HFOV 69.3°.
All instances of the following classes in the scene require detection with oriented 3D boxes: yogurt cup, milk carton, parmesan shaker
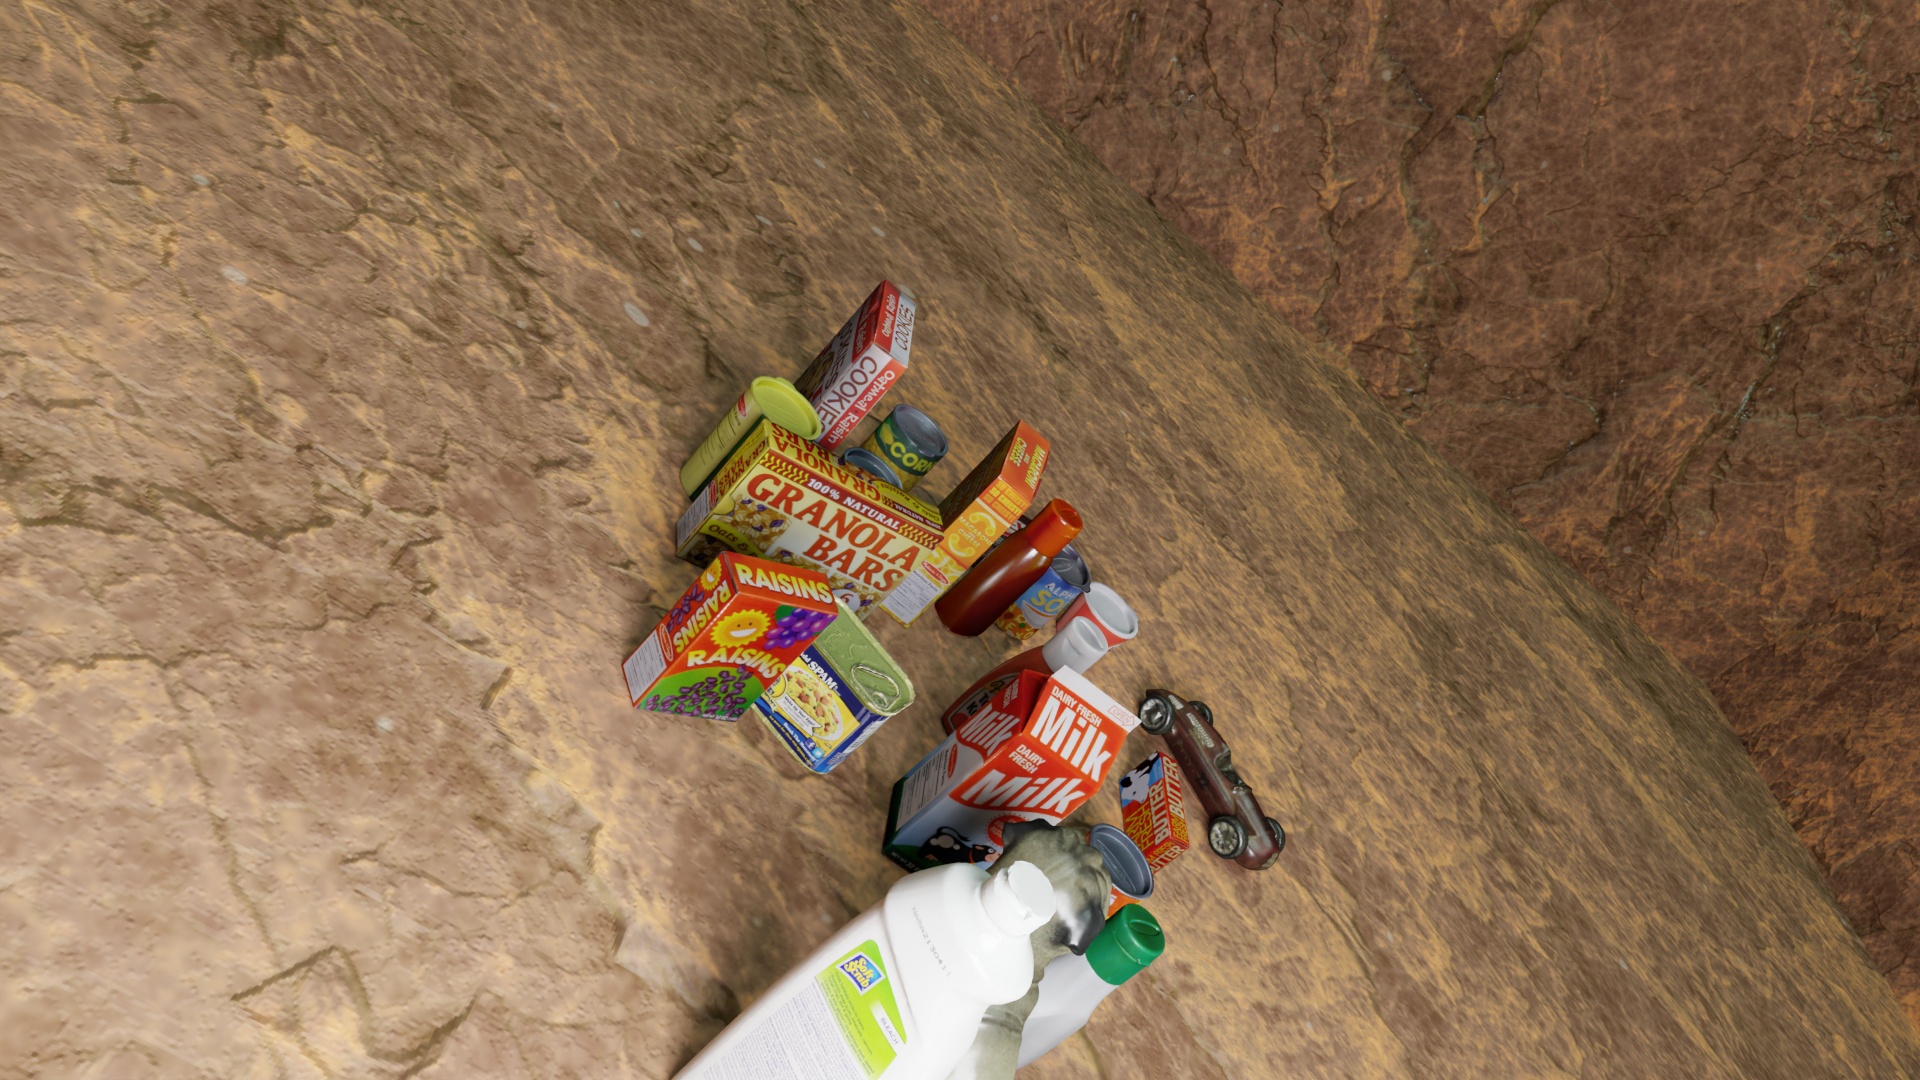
[{"bbox_3d":[0.130,0.082,1.353,0.072,0.053,0.073,33,29,-21],"label":"yogurt cup"},{"bbox_3d":[0.035,0.160,0.962,0.072,0.189,0.074,37,28,-16],"label":"milk carton"},{"bbox_3d":[-0.167,-0.073,1.104,0.071,0.102,0.072,34,29,-21],"label":"parmesan shaker"}]

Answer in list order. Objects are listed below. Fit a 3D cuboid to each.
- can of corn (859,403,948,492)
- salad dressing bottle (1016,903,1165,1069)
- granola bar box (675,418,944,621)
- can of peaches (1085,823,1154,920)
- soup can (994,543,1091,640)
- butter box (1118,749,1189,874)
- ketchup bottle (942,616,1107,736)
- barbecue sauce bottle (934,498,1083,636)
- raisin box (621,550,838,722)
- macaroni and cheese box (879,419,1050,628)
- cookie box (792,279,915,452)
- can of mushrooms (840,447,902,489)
[{"bbox_3d":[-0.055,-0.085,1.325,0.071,0.058,0.071,34,29,-21],"label":"can of corn"},{"bbox_3d":[0.067,0.284,0.883,0.064,0.147,0.044,24,34,-36],"label":"salad dressing bottle"},{"bbox_3d":[-0.114,-0.007,1.061,0.165,0.123,0.039,27,32,-31],"label":"granola bar box"},{"bbox_3d":[0.103,0.260,1.063,0.071,0.058,0.071,33,29,-21],"label":"can of peaches"},{"bbox_3d":[0.071,0.045,1.289,0.071,0.083,0.072,34,29,-21],"label":"soup can"},{"bbox_3d":[0.165,0.234,1.191,0.024,0.053,0.104,34,29,-21],"label":"butter box"},{"bbox_3d":[0.053,0.117,1.093,0.065,0.148,0.043,52,28,14],"label":"ketchup bottle"},{"bbox_3d":[0.045,0.024,1.212,0.065,0.148,0.044,2,49,-54],"label":"barbecue sauce bottle"},{"bbox_3d":[-0.151,0.065,0.912,0.086,0.123,0.040,17,38,-43],"label":"raisin box"},{"bbox_3d":[0.004,-0.015,1.190,0.040,0.166,0.124,40,27,-10],"label":"macaroni and cheese box"},{"bbox_3d":[-0.107,-0.133,1.199,0.040,0.166,0.123,34,29,-20],"label":"cookie box"},{"bbox_3d":[-0.087,-0.048,1.255,0.071,0.033,0.071,33,29,-21],"label":"can of mushrooms"}]
